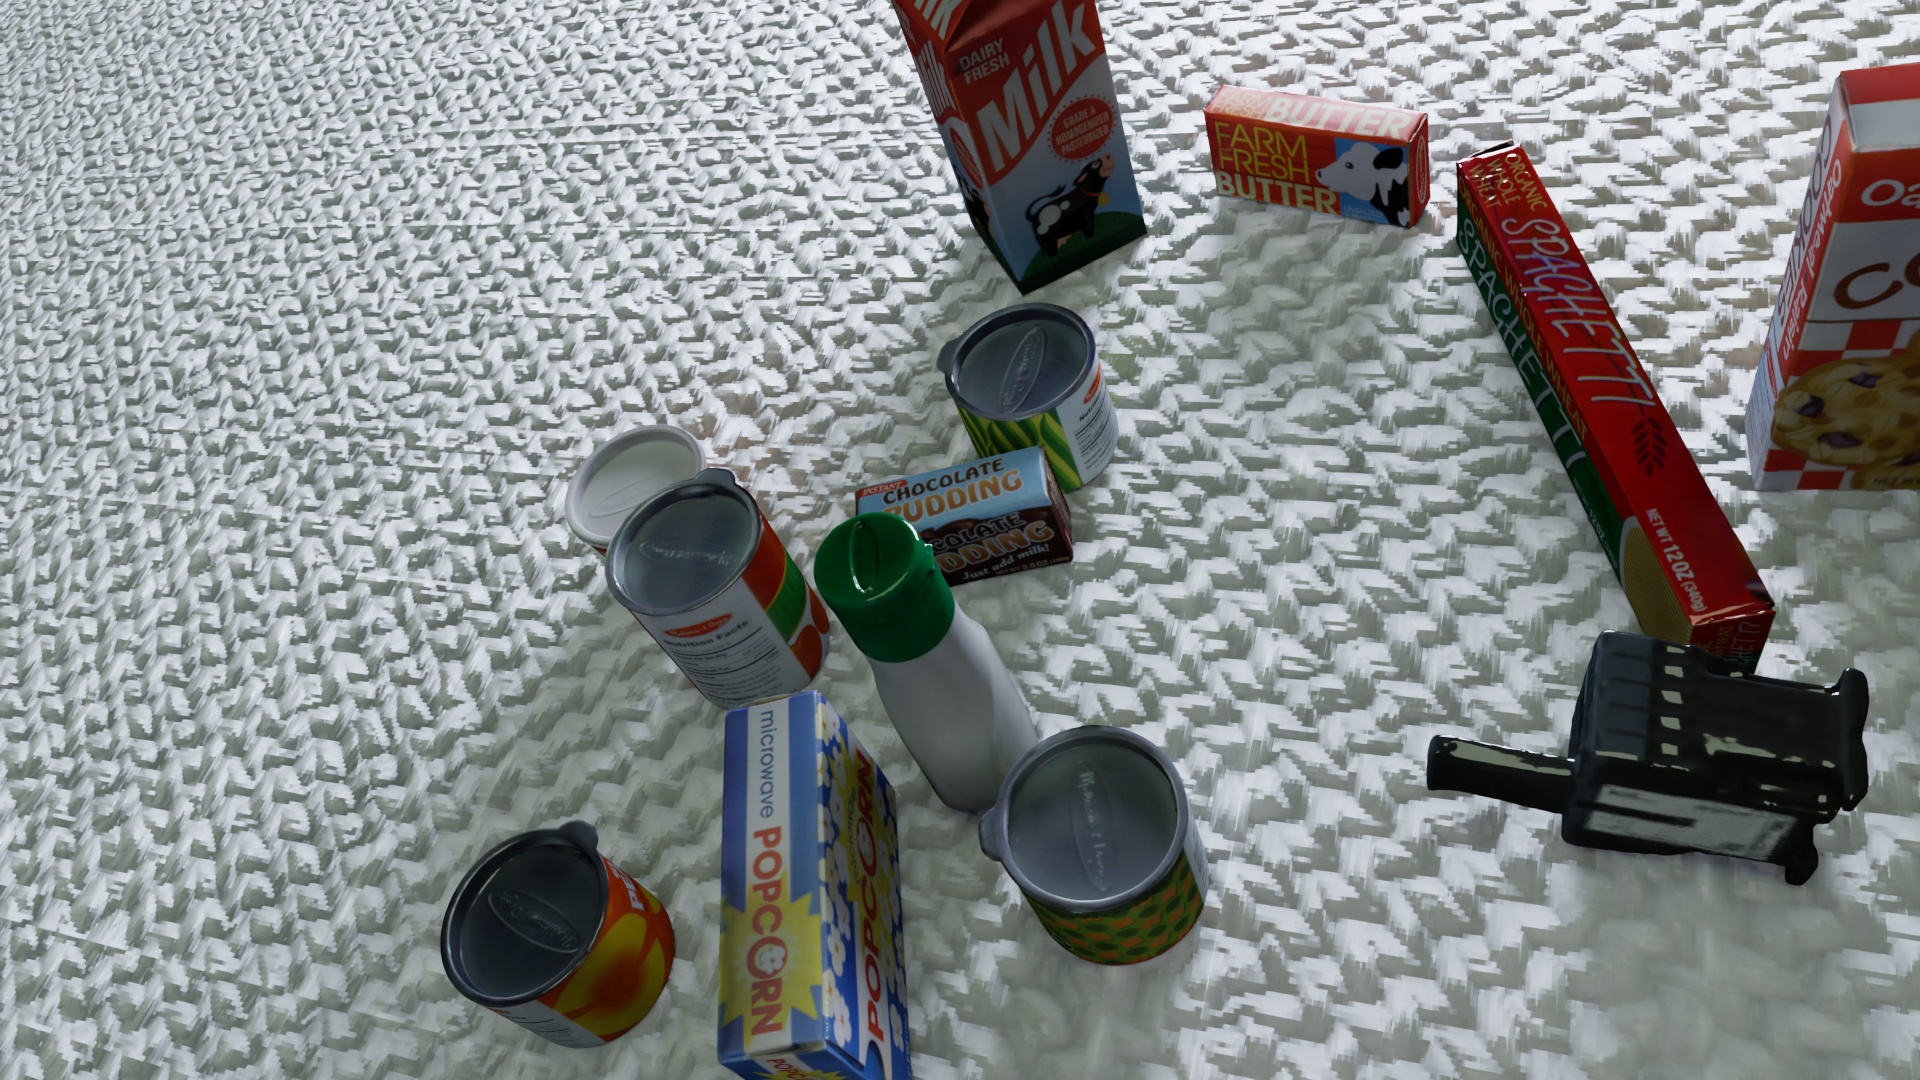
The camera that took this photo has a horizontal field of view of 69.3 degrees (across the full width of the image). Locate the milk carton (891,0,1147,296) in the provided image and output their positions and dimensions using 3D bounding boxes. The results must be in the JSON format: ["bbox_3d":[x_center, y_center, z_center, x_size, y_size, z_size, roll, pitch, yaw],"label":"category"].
[{"bbox_3d":[0.024,-0.213,0.641,0.073,0.189,0.072,-28,51,-2],"label":"milk carton"}]

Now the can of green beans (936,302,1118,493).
[{"bbox_3d":[0.033,-0.061,0.612,0.071,0.057,0.071,-9,53,13],"label":"can of green beans"}]

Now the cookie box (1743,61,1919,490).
[{"bbox_3d":[0.339,-0.081,0.451,0.123,0.166,0.040,0,56,19],"label":"cookie box"}]

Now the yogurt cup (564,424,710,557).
[{"bbox_3d":[-0.138,-0.011,0.637,0.072,0.053,0.073,-9,53,13],"label":"yogurt cup"}]

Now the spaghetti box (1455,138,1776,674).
[{"bbox_3d":[0.245,-0.059,0.542,0.028,0.050,0.251,-14,52,9],"label":"spaghetti box"}]

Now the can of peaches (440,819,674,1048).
[{"bbox_3d":[-0.148,0.148,0.521,0.071,0.057,0.071,-9,53,13],"label":"can of peaches"}]

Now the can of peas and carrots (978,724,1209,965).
[{"bbox_3d":[0.048,0.108,0.482,0.071,0.058,0.071,-9,53,13],"label":"can of peas and carrots"}]

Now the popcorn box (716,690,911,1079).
[{"bbox_3d":[-0.050,0.128,0.484,0.038,0.085,0.127,-13,52,10],"label":"popcorn box"}]

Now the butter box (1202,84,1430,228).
[{"bbox_3d":[0.168,-0.182,0.657,0.103,0.053,0.024,20,64,30],"label":"butter box"}]

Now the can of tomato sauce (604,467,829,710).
[{"bbox_3d":[-0.098,0.023,0.579,0.071,0.082,0.071,-9,53,13],"label":"can of tomato sauce"}]

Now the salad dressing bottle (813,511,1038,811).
[{"bbox_3d":[-0.010,0.045,0.491,0.044,0.147,0.064,-14,52,9],"label":"salad dressing bottle"}]

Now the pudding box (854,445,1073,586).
[{"bbox_3d":[0.002,-0.007,0.588,0.084,0.049,0.030,-12,52,10],"label":"pudding box"}]
